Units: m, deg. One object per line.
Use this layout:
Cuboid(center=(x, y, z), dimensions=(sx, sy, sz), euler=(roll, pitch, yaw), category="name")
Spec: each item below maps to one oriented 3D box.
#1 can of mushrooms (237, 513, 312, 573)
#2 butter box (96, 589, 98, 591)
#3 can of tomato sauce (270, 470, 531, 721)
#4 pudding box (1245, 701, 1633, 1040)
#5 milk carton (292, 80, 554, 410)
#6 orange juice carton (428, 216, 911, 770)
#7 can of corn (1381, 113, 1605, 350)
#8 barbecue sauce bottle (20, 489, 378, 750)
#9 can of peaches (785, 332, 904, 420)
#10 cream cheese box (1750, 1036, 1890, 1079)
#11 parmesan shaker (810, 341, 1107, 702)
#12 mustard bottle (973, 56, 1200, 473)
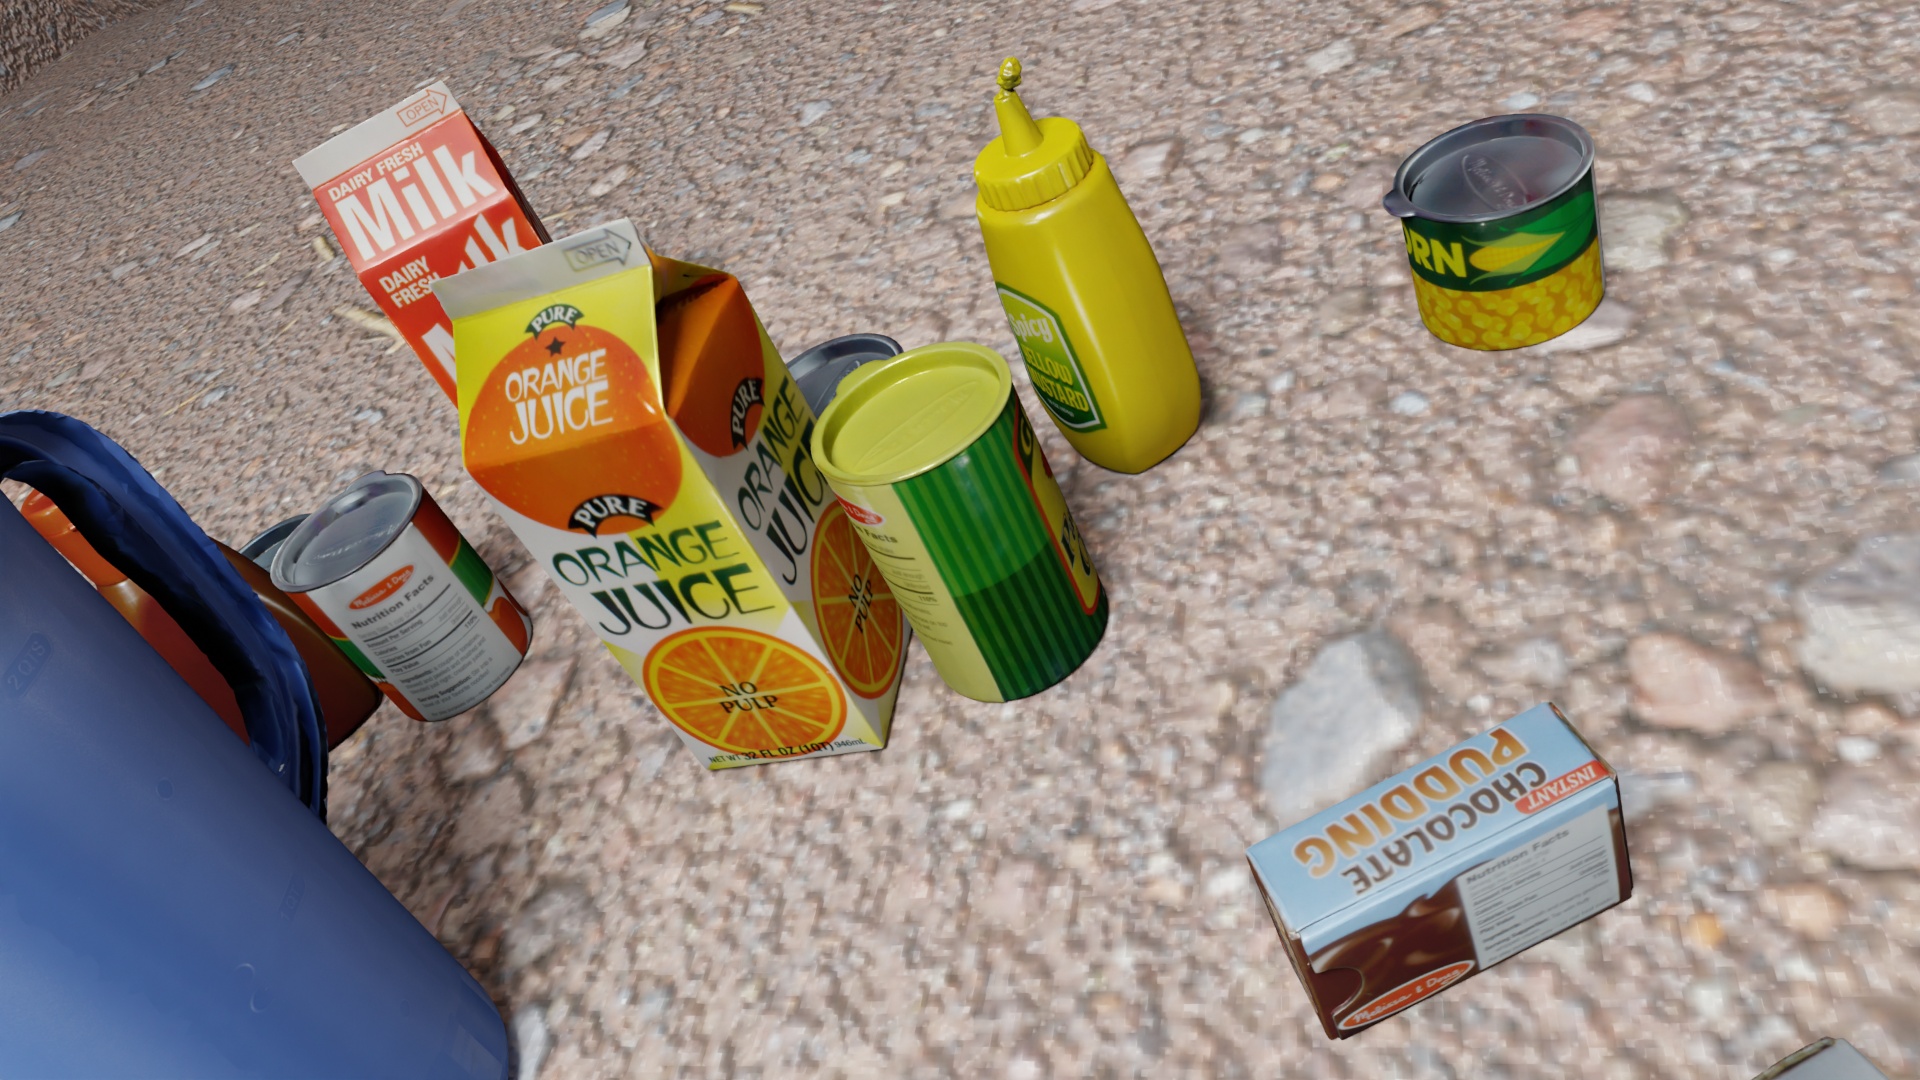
Cuboid(center=(-0.327, 0.023, 0.674), dimensions=(0.071, 0.033, 0.071), euler=(-16, 39, 14), category="can of mushrooms")
Cuboid(center=(-0.401, 0.051, 0.669), dimensions=(0.024, 0.053, 0.104), euler=(-3, 44, 28), category="butter box")
Cuboid(center=(-0.228, 0.023, 0.575), dimensions=(0.071, 0.082, 0.071), euler=(-16, 39, 14), category="can of tomato sauce")
Cuboid(center=(0.116, 0.080, 0.335), dimensions=(0.084, 0.049, 0.030), euler=(-27, 38, 0), category="pudding box")
Cuboid(center=(-0.206, -0.104, 0.620), dimensions=(0.072, 0.189, 0.074), euler=(-31, 38, -5), category="milk carton")
Cuboid(center=(-0.087, -0.014, 0.445), dimensions=(0.072, 0.192, 0.073), euler=(-11, 41, 21), category="orange juice carton")
Cuboid(center=(0.192, -0.109, 0.500), dimensions=(0.071, 0.058, 0.071), euler=(-16, 39, 14), category="can of corn")
Cuboid(center=(-0.305, 0.030, 0.558), dimensions=(0.065, 0.148, 0.044), euler=(-37, 39, -12), category="barbecue sauce bottle")
Cuboid(center=(-0.044, -0.041, 0.560), dimensions=(0.071, 0.057, 0.071), euler=(-16, 39, 14), category="can of peaches")
Cuboid(center=(0.177, 0.139, 0.228), dimensions=(0.024, 0.053, 0.104), euler=(-30, 38, -3), category="cream cheese box")
Cuboid(center=(0.002, -0.006, 0.457), dimensions=(0.071, 0.102, 0.072), euler=(-16, 39, 14), category="parmesan shaker")
Cuboid(center=(0.039, -0.097, 0.493), dimensions=(0.049, 0.159, 0.065), euler=(-39, 39, -14), category="mustard bottle")
